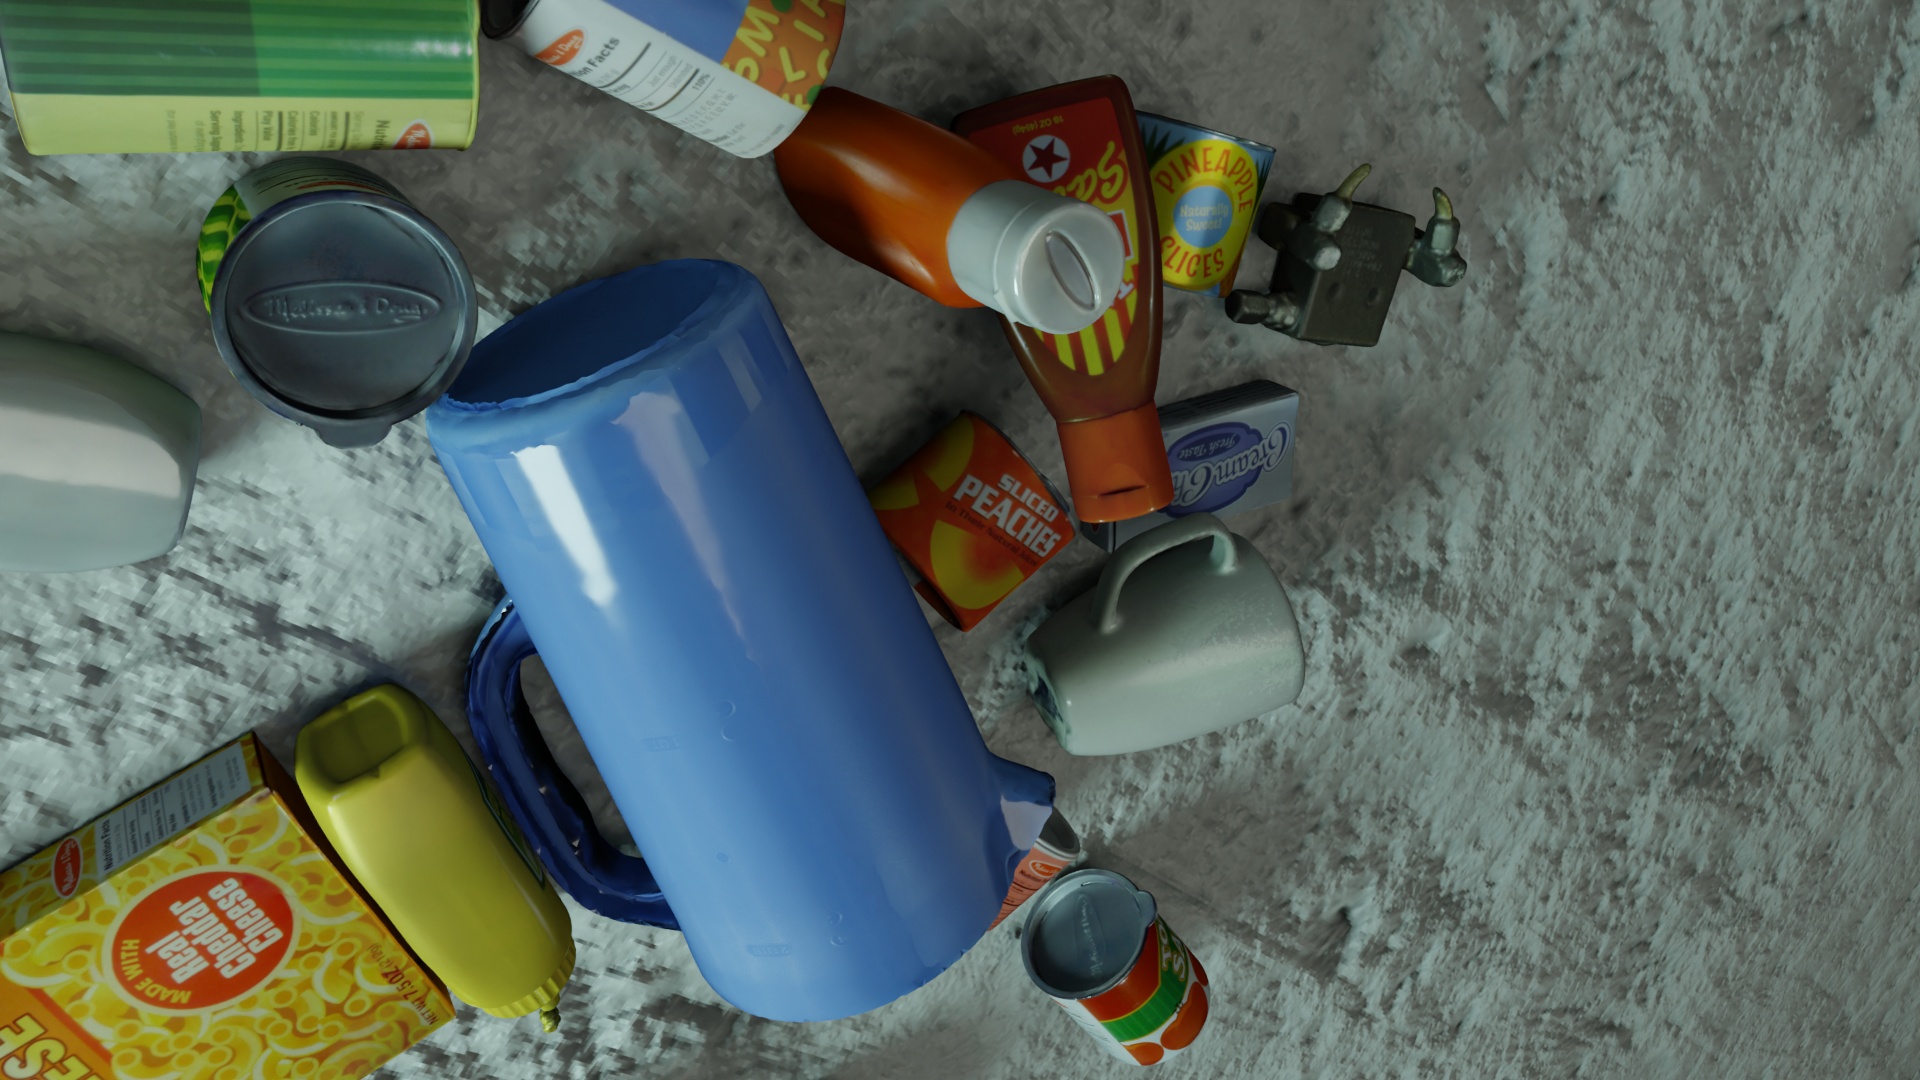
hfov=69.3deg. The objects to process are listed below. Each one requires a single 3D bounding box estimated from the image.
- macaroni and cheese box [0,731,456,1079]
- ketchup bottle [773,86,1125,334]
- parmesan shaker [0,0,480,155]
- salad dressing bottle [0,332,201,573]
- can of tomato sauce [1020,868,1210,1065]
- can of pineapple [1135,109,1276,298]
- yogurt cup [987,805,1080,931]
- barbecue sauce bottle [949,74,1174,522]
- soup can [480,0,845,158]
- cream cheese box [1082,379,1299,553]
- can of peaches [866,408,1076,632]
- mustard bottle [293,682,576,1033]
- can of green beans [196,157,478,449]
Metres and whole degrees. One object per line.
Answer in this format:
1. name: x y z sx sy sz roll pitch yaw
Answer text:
1. macaroni and cheese box: -0.272 0.157 0.449 0.167 0.040 0.123 -32 126 -17
2. ketchup bottle: -0.006 -0.100 0.431 0.043 0.149 0.064 -43 128 -6
3. parmesan shaker: -0.182 -0.133 0.351 0.103 0.071 0.071 -9 117 -29
4. salad dressing bottle: -0.281 -0.028 0.355 0.148 0.044 0.064 10 108 -35
5. can of tomato sauce: 0.079 0.210 0.683 0.071 0.071 0.083 -44 129 -8
6. can of pineapple: 0.079 -0.128 0.524 0.071 0.071 0.057 3 110 -34
7. yogurt cup: 0.010 0.132 0.606 0.072 0.072 0.054 33 100 -39
8. barbecue sauce bottle: 0.043 -0.082 0.487 0.065 0.044 0.148 -12 102 7
9. soup can: -0.085 -0.161 0.405 0.084 0.071 0.071 18 101 -38
10. cream cheese box: 0.102 -0.034 0.611 0.104 0.024 0.053 -16 120 -26
11. can of peaches: 0.002 -0.007 0.530 0.058 0.071 0.071 -41 128 -8
12. mustard bottle: -0.172 0.122 0.485 0.049 0.065 0.159 -32 130 -19
13. can of green beans: -0.177 -0.071 0.392 0.071 0.058 0.071 -14 119 -27
